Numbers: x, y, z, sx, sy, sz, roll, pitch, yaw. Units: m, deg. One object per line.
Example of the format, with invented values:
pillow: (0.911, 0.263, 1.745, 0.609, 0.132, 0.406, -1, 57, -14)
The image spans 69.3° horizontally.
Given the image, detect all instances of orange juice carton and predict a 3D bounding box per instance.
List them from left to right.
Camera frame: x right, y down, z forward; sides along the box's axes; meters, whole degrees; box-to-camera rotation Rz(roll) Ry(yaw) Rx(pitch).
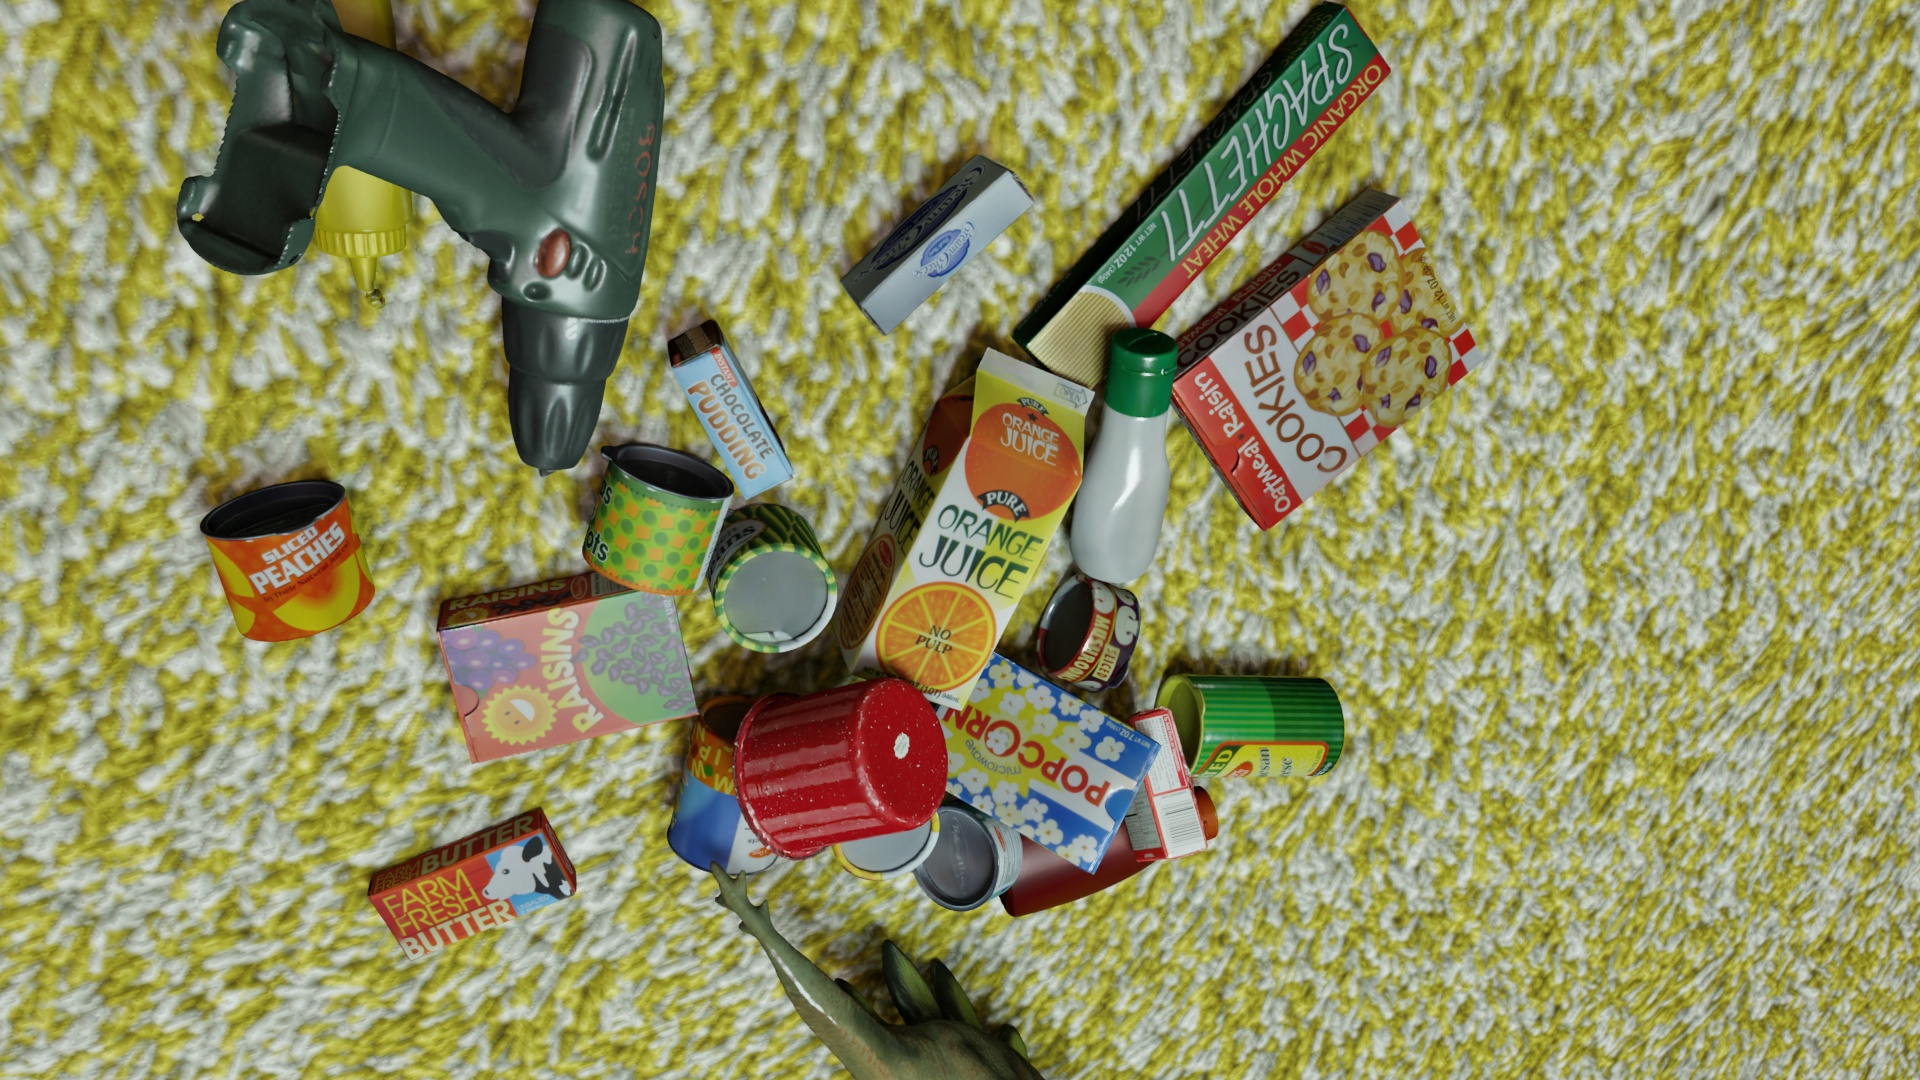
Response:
orange juice carton: (0.003, -0.010, 0.775, 0.072, 0.073, 0.192, 21, 105, -22)

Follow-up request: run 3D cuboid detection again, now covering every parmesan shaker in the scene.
parmesan shaker: (0.186, 0.118, 0.889, 0.103, 0.071, 0.071, 3, 112, -18)

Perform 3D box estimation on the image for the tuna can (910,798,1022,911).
tuna can: (0.002, 0.195, 0.867, 0.033, 0.071, 0.071, -5, 121, -58)

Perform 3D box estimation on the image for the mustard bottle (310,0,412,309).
mustard bottle: (-0.274, -0.179, 0.623, 0.049, 0.065, 0.159, -5, 118, -19)

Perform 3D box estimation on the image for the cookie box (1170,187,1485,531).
cookie box: (0.210, -0.104, 0.817, 0.167, 0.040, 0.122, -38, 118, 2)

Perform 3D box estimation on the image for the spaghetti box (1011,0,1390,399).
spaghetti box: (0.132, -0.186, 0.764, 0.250, 0.029, 0.050, -47, 119, 6)

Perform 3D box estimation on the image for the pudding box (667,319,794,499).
pudding box: (-0.120, -0.068, 0.725, 0.030, 0.050, 0.083, -27, 118, -2)

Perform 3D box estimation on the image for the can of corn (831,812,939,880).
can of corn: (-0.053, 0.161, 0.840, 0.071, 0.058, 0.071, -7, 114, -15)

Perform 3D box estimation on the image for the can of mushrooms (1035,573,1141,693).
can of mushrooms: (0.076, 0.056, 0.828, 0.033, 0.071, 0.071, 23, 105, -23)

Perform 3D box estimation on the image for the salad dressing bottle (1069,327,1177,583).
salad dressing bottle: (0.095, -0.047, 0.787, 0.064, 0.044, 0.146, -28, 136, -39)

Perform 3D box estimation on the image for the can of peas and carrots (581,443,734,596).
can of peas and carrots: (-0.161, -0.012, 0.728, 0.071, 0.071, 0.058, 14, 109, -22)

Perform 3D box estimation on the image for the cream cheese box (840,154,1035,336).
cream cheese box: (-0.014, -0.154, 0.719, 0.104, 0.053, 0.024, -41, 120, 3)

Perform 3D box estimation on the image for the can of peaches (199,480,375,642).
can of peaches: (-0.328, 0.010, 0.683, 0.071, 0.071, 0.057, -11, 117, -12)

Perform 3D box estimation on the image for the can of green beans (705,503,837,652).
can of green beans: (-0.105, 0.021, 0.763, 0.071, 0.058, 0.071, -6, 114, -14)

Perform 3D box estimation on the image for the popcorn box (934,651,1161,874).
popcorn box: (0.043, 0.126, 0.815, 0.127, 0.038, 0.085, 28, 85, 11)

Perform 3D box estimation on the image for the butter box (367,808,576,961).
butter box: (-0.282, 0.200, 0.805, 0.104, 0.024, 0.053, -21, 118, -8)

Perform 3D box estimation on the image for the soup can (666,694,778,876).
soup can: (-0.131, 0.139, 0.804, 0.071, 0.071, 0.083, 9, 109, -20)

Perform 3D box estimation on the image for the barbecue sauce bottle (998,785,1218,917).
barbecue sauce bottle: (0.095, 0.197, 0.910, 0.149, 0.044, 0.064, -13, 111, -12)

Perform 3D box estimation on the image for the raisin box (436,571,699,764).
raisin box: (-0.213, 0.066, 0.760, 0.123, 0.040, 0.085, -11, 116, -12)
